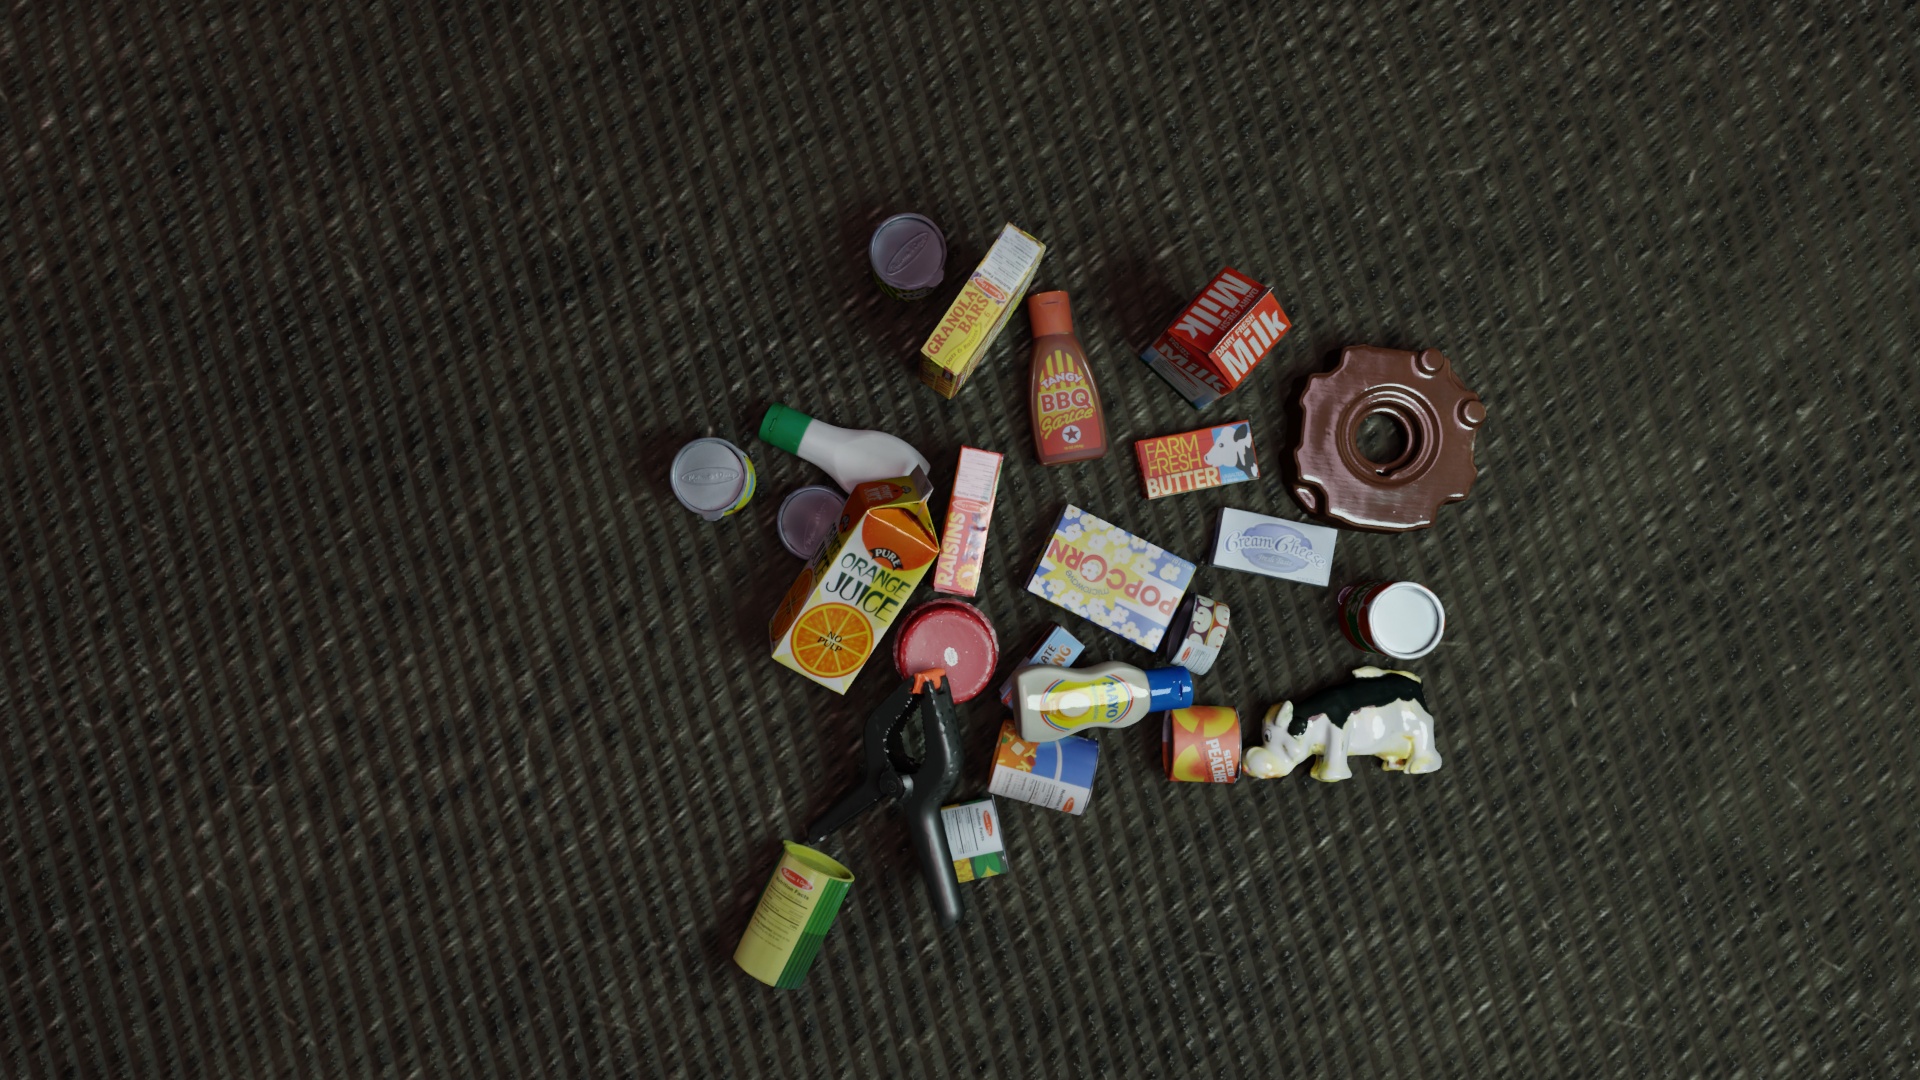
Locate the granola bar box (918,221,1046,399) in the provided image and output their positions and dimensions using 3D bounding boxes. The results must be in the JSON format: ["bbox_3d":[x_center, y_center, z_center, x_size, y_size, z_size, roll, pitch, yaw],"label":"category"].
[{"bbox_3d":[0.015,-0.185,1.152,0.039,0.165,0.124,35,88,-1],"label":"granola bar box"}]

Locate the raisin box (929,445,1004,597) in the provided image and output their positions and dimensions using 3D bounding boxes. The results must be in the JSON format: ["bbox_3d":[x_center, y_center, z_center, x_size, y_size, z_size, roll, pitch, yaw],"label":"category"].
[{"bbox_3d":[0.004,-0.015,1.186,0.040,0.086,0.123,11,88,-3],"label":"raisin box"}]

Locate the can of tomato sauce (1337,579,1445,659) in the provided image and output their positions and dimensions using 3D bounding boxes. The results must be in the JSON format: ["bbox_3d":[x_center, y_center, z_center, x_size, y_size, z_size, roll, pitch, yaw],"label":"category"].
[{"bbox_3d":[0.368,0.065,1.194,0.071,0.083,0.071,0,89,-2],"label":"can of tomato sauce"}]

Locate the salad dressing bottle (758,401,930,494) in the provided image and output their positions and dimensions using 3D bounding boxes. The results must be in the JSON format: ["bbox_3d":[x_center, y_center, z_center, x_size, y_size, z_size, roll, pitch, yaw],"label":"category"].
[{"bbox_3d":[-0.101,-0.075,1.207,0.148,0.044,0.064,24,97,0],"label":"salad dressing bottle"}]

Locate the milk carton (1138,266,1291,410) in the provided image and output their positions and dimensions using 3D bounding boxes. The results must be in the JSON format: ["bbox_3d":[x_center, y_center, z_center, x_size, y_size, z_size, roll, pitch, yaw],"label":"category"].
[{"bbox_3d":[0.210,-0.166,1.143,0.073,0.190,0.072,42,89,0],"label":"milk carton"}]

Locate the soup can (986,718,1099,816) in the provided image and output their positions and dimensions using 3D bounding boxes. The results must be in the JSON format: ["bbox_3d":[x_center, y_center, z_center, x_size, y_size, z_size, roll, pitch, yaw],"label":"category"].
[{"bbox_3d":[0.071,0.192,1.193,0.084,0.071,0.071,15,88,0],"label":"soup can"}]

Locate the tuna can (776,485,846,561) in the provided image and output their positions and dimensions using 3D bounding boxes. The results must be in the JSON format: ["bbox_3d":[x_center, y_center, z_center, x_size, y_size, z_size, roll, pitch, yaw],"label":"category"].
[{"bbox_3d":[-0.123,-0.014,1.209,0.071,0.033,0.071,0,89,-1],"label":"tuna can"}]

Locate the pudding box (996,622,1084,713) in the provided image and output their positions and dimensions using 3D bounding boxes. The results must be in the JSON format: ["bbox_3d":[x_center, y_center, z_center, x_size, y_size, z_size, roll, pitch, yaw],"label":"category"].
[{"bbox_3d":[0.069,0.112,1.202,0.030,0.049,0.084,39,88,-2],"label":"pudding box"}]

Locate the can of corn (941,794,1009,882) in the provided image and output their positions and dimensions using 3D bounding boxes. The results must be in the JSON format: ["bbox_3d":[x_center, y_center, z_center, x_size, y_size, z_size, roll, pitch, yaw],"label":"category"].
[{"bbox_3d":[0.007,0.258,1.190,0.058,0.071,0.071,-12,89,-1],"label":"can of corn"}]

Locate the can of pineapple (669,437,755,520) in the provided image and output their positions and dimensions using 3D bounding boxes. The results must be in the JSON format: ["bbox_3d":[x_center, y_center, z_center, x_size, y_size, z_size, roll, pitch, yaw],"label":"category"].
[{"bbox_3d":[-0.213,-0.052,1.196,0.071,0.058,0.071,0,89,-1],"label":"can of pineapple"}]

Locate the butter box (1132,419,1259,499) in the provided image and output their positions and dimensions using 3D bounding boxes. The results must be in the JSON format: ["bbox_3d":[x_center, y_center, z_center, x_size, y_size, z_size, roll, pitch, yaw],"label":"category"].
[{"bbox_3d":[0.207,-0.071,1.223,0.103,0.024,0.053,-11,89,-2],"label":"butter box"}]

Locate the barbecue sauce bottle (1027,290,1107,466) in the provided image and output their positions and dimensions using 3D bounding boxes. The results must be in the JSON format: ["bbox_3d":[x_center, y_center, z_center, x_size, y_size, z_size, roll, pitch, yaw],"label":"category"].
[{"bbox_3d":[0.087,-0.142,1.213,0.065,0.043,0.148,-9,88,-1],"label":"barbecue sauce bottle"}]

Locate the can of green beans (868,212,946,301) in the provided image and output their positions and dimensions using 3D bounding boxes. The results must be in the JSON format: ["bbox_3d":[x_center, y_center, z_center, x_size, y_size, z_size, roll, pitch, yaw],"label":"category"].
[{"bbox_3d":[-0.045,-0.244,1.205,0.071,0.058,0.071,0,88,-1],"label":"can of green beans"}]

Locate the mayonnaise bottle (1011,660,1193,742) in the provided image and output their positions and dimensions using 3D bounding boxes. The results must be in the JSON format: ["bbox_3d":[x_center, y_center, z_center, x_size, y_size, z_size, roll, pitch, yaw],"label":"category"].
[{"bbox_3d":[0.119,0.130,1.163,0.148,0.041,0.064,-6,94,-8],"label":"mayonnaise bottle"}]

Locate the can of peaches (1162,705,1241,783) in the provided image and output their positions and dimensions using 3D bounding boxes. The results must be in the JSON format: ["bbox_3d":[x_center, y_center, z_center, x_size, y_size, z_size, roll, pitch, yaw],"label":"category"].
[{"bbox_3d":[0.207,0.176,1.193,0.058,0.071,0.071,2,89,0],"label":"can of peaches"}]

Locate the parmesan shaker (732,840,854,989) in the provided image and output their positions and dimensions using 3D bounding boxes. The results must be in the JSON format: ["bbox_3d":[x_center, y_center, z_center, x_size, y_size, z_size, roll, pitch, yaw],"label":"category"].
[{"bbox_3d":[-0.145,0.318,1.184,0.071,0.071,0.103,26,89,-1],"label":"parmesan shaker"}]

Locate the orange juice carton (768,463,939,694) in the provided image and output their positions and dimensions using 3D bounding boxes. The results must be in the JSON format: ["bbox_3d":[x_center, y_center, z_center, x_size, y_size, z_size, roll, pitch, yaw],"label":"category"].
[{"bbox_3d":[-0.081,0.024,1.161,0.073,0.072,0.192,30,102,-19],"label":"orange juice carton"}]

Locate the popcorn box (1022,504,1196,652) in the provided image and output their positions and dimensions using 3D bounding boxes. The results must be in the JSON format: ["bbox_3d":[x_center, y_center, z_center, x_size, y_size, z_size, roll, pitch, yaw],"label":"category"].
[{"bbox_3d":[0.130,0.033,1.211,0.127,0.038,0.085,26,88,0],"label":"popcorn box"}]

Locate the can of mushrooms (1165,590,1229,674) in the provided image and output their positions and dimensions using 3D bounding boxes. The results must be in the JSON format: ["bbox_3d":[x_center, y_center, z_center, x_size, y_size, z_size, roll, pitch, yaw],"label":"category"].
[{"bbox_3d":[0.205,0.079,1.199,0.033,0.071,0.071,20,88,-1],"label":"can of mushrooms"}]

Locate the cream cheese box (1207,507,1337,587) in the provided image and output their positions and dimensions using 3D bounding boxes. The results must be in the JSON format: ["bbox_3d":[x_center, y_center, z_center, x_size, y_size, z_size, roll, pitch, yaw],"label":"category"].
[{"bbox_3d":[0.275,0.006,1.223,0.104,0.024,0.053,11,87,-1],"label":"cream cheese box"}]
